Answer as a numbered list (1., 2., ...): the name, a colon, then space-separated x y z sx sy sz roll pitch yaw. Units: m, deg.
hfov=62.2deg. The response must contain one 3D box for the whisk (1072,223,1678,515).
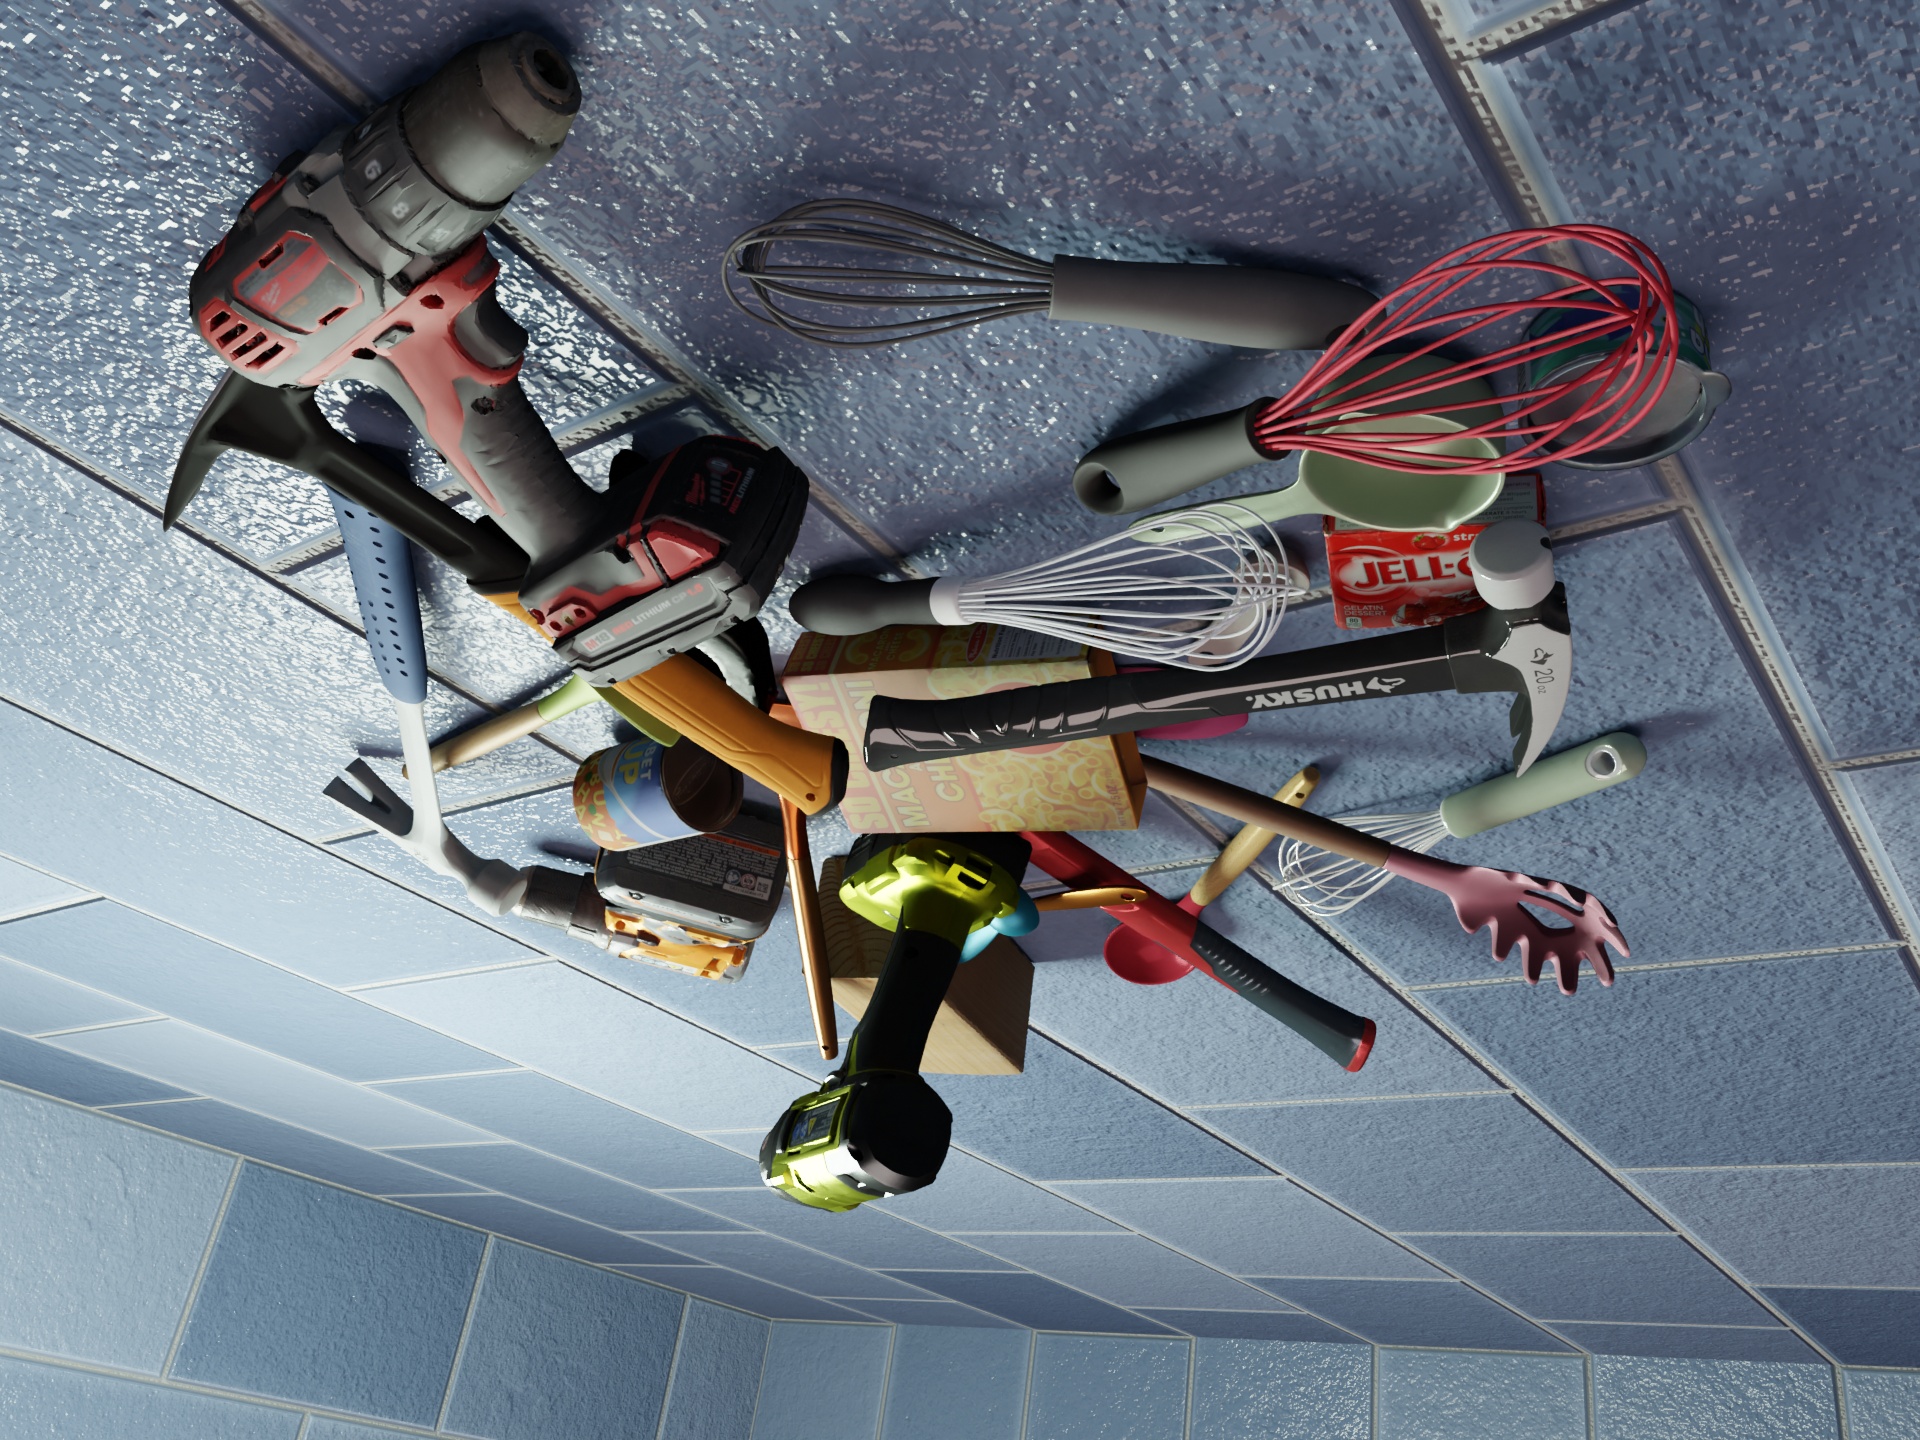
1. whisk: 0.121 -0.105 0.557 0.073 0.073 0.296 23 168 -25

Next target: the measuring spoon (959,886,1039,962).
1. measuring spoon: 0.011 0.137 1.015 0.042 0.021 0.128 47 146 5

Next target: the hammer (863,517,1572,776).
1. hammer: 0.106 -0.009 0.734 0.335 0.035 0.146 -8 144 22

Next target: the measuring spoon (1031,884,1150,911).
1. measuring spoon: 0.068 0.114 0.975 0.117 0.011 0.021 -14 137 43

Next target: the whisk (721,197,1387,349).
1. whisk: 0.034 -0.152 0.571 0.239 0.055 0.055 5 152 -1

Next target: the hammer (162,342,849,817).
1. hammer: -0.194 -0.048 0.743 0.336 0.034 0.127 35 123 -22

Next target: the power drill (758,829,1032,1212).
1. power drill: -0.045 0.166 0.910 0.080 0.223 0.171 29 148 -17

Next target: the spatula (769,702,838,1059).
1. spatula: -0.101 0.106 0.988 0.081 0.041 0.322 4 128 11

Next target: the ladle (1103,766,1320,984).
1. ladle: 0.162 0.104 1.024 0.069 0.031 0.315 15 149 -6

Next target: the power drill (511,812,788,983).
1. power drill: -0.221 0.119 1.114 0.185 0.084 0.226 17 155 -11

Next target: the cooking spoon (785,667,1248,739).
1. cooking spoon: -0.001 -0.003 0.882 0.319 0.017 0.068 -1 147 18

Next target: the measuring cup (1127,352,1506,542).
1. measuring cup: 0.138 -0.104 0.643 0.167 0.038 0.083 -9 147 42

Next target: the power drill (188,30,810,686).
1. power drill: -0.157 -0.132 0.606 0.188 0.080 0.226 -22 125 33

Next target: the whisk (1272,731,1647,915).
1. whisk: 0.272 0.057 0.894 0.059 0.058 0.246 -13 168 -43

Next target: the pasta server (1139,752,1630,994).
1. pasta server: 0.207 0.069 0.874 0.316 0.040 0.060 20 125 6

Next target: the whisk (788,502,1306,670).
1. whisk: 0.024 -0.055 0.713 0.285 0.070 0.070 2 154 42

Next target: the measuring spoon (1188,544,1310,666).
1. measuring spoon: 0.133 -0.054 0.760 0.034 0.018 0.124 14 158 -6

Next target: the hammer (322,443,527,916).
1. hammer: -0.321 -0.015 0.908 0.144 0.035 0.405 32 148 7

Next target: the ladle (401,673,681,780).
1. ladle: -0.264 0.009 0.944 0.320 0.062 0.078 -18 128 44

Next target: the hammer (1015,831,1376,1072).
1. hammer: 0.123 0.135 1.031 0.386 0.038 0.143 34 145 -26
